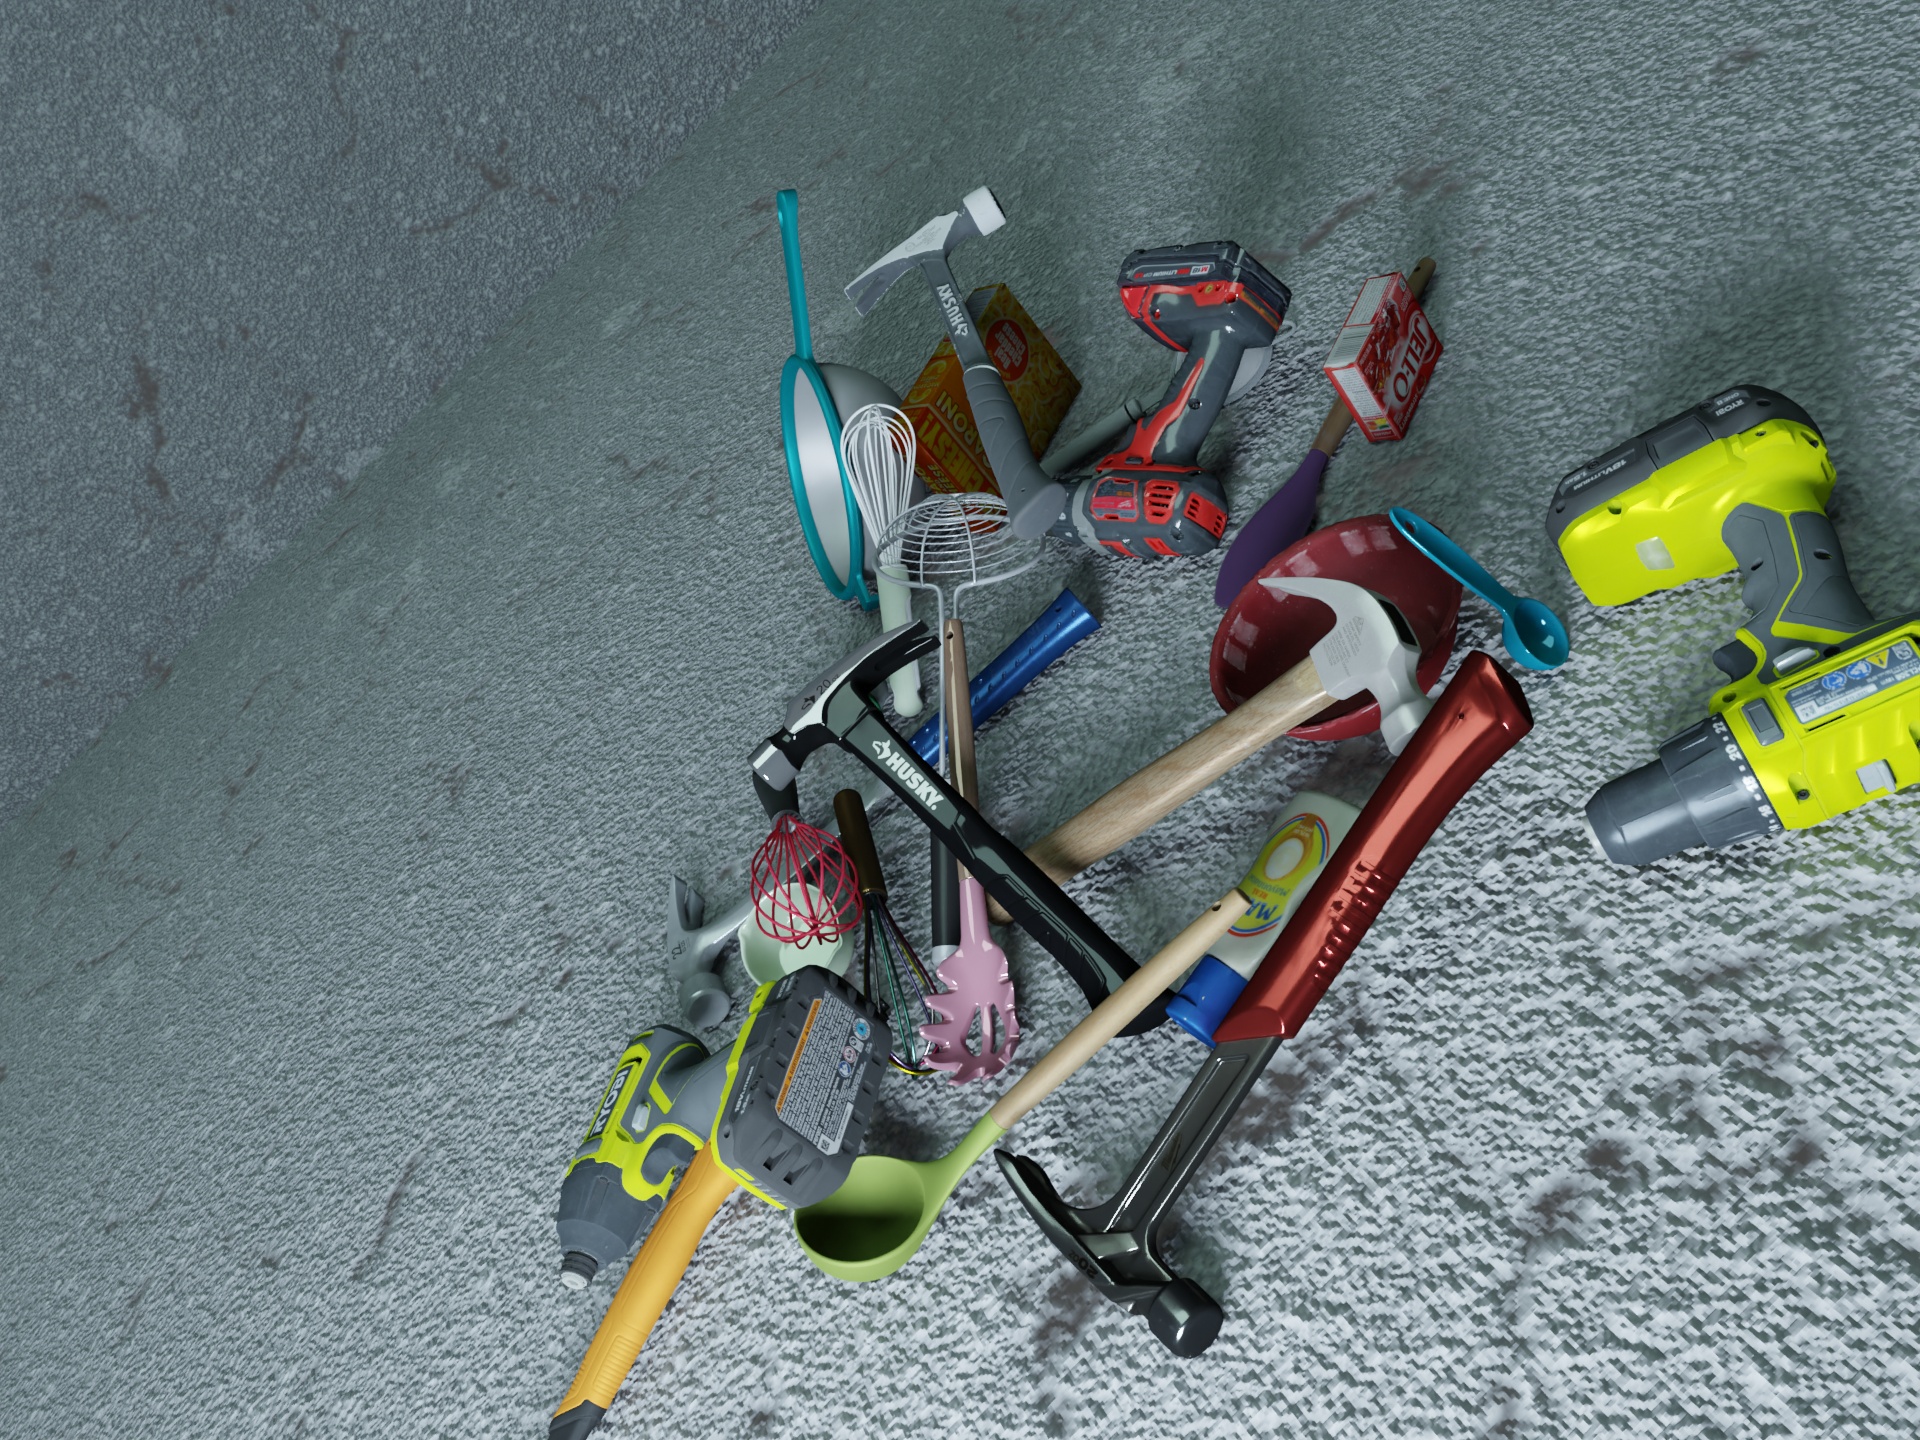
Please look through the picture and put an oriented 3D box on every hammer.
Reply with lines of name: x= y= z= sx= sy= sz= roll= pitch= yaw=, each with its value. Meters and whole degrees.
hammer: x=-0.063 y=0.049 z=1.169 sx=0.405 sy=0.035 sz=0.144 roll=-42 pitch=34 yaw=5
hammer: x=0.007 y=-0.274 z=1.225 sx=0.149 sy=0.036 sz=0.409 roll=-29 pitch=45 yaw=12
hammer: x=0.011 y=0.068 z=0.962 sx=0.146 sy=0.035 sz=0.335 roll=-46 pitch=55 yaw=-3
hammer: x=-0.225 y=0.402 z=0.973 sx=0.127 sy=0.034 sz=0.337 roll=4 pitch=57 yaw=47
hammer: x=0.158 y=0.121 z=0.783 sx=0.149 sy=0.036 sz=0.359 roll=36 pitch=95 yaw=46
hammer: x=0.123 y=0.031 z=0.922 sx=0.331 sy=0.031 sz=0.130 roll=-38 pitch=53 yaw=36

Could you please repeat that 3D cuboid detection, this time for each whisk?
whisk: x=-0.053 y=-0.125 z=1.229 sx=0.059 sy=0.058 sz=0.246 roll=-7 pitch=86 yaw=4
whisk: x=-0.118 y=0.079 z=1.092 sx=0.073 sy=0.073 sz=0.296 roll=-43 pitch=21 yaw=4
whisk: x=-0.050 y=0.134 z=1.041 sx=0.047 sy=0.051 sz=0.245 roll=-18 pitch=44 yaw=-1

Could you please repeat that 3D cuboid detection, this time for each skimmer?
skimmer: x=-0.002 y=-0.004 z=1.105 sx=0.127 sy=0.090 sz=0.364 roll=-3 pitch=68 yaw=8

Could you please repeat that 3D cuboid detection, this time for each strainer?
strainer: x=-0.089 y=-0.274 z=1.339 sx=0.095 sy=0.340 sz=0.211 roll=-13 pitch=23 yaw=-16
strainer: x=0.145 y=-0.250 z=1.261 sx=0.258 sy=0.050 sz=0.087 roll=-32 pitch=50 yaw=24

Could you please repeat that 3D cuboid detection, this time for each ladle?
ladle: x=0.030 y=0.194 z=0.859 sx=0.320 sy=0.062 sz=0.078 roll=-46 pitch=28 yaw=16

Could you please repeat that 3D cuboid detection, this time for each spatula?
spatula: x=0.259 y=-0.204 z=1.108 sx=0.060 sy=0.018 sz=0.316 roll=10 pitch=62 yaw=52

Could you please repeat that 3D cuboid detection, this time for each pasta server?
pasta server: x=0.002 y=0.073 z=0.998 sx=0.060 sy=0.040 sz=0.316 roll=-13 pitch=63 yaw=18

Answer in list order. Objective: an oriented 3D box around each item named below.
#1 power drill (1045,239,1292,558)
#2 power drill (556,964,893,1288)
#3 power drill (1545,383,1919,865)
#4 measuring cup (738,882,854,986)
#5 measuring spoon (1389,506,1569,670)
power drill: x=0.135 y=-0.229 z=1.175 sx=0.188 sy=0.080 sz=0.227 roll=11 pitch=81 yaw=48
power drill: x=-0.153 y=0.245 z=0.953 sx=0.223 sy=0.080 sz=0.171 roll=-30 pitch=28 yaw=38
power drill: x=0.371 y=-0.043 z=0.771 sx=0.190 sy=0.080 sz=0.229 roll=-28 pitch=40 yaw=23
measuring cup: x=-0.116 y=0.195 z=1.078 sx=0.083 sy=0.038 sz=0.168 roll=2 pitch=72 yaw=26
measuring spoon: x=0.277 y=-0.071 z=0.865 sx=0.021 sy=0.128 sz=0.042 roll=-43 pitch=11 yaw=52
